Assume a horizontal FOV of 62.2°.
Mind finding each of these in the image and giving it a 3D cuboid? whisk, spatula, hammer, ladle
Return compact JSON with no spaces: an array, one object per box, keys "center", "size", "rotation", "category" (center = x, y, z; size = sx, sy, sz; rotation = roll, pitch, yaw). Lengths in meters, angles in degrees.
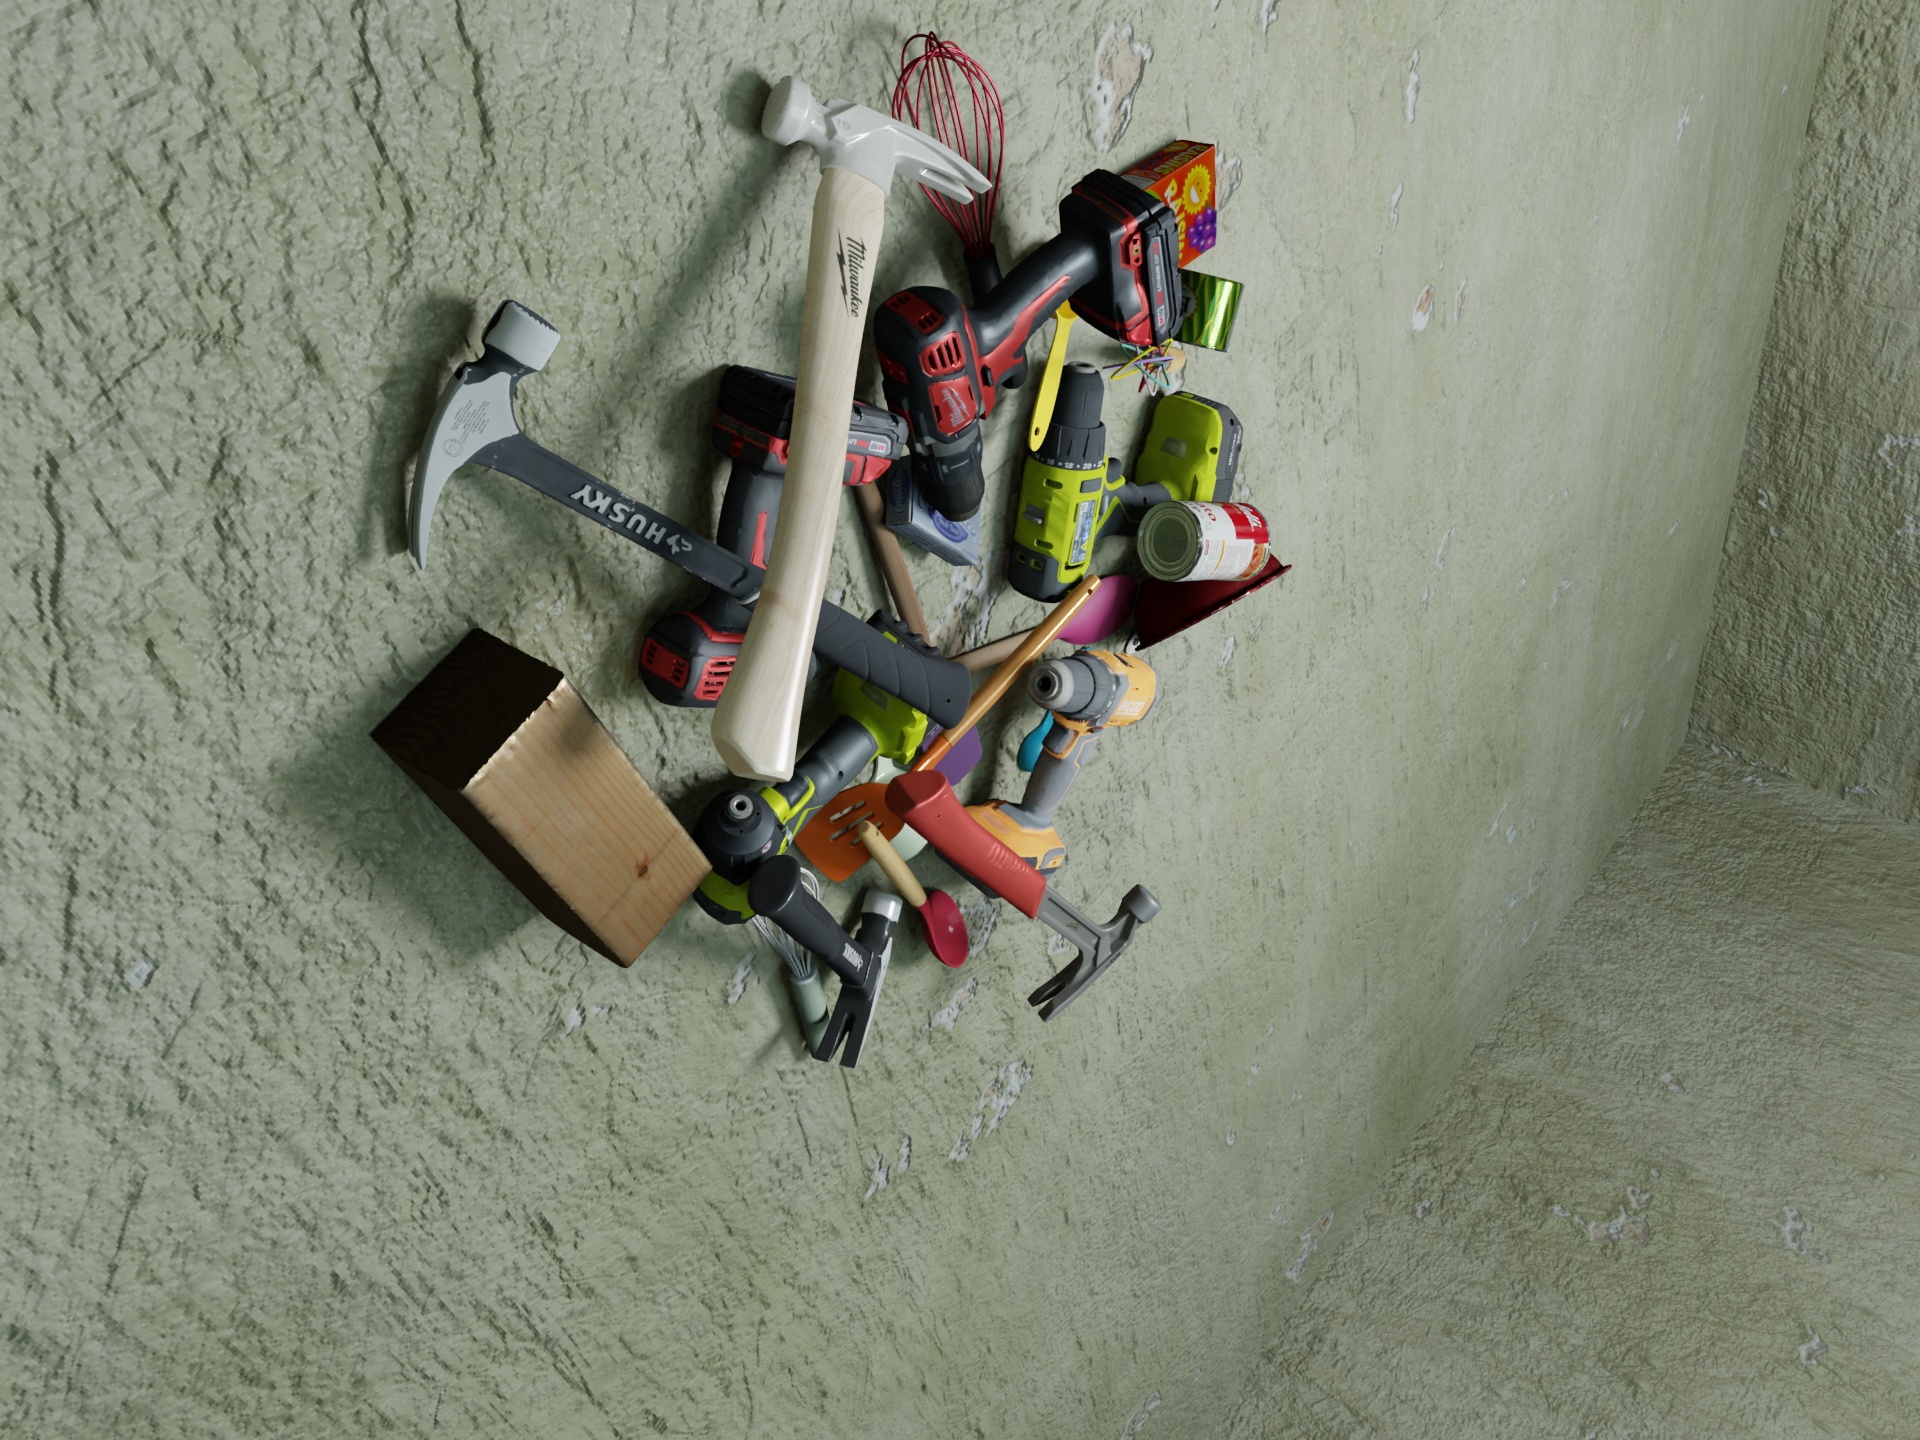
[{"center":[0.159,-0.287,1.265],"size":[0.047,0.051,0.245],"rotation":[-62,174,18],"category":"whisk"},{"center":[-0.002,-0.004,1.256],"size":[0.322,0.041,0.081],"rotation":[-47,126,-15],"category":"spatula"},{"center":[-0.101,0.165,1.169],"size":[0.334,0.035,0.146],"rotation":[67,36,-70],"category":"hammer"},{"center":[-0.035,-0.067,1.220],"size":[0.060,0.018,0.315],"rotation":[-45,137,-29],"category":"spatula"},{"center":[-0.075,-0.166,0.938],"size":[0.146,0.038,0.411],"rotation":[14,78,-30],"category":"hammer"},{"center":[-0.039,0.139,1.299],"size":[0.315,0.031,0.069],"rotation":[63,18,-64],"category":"ladle"},{"center":[0.038,0.137,1.298],"size":[0.149,0.037,0.358],"rotation":[-45,139,4],"category":"hammer"},{"center":[0.009,-0.337,1.093],"size":[0.073,0.073,0.295],"rotation":[-50,149,-20],"category":"whisk"},{"center":[-0.128,0.196,1.269],"size":[0.059,0.058,0.246],"rotation":[-14,134,-7],"category":"whisk"},{"center":[-0.140,-0.083,0.964],"size":[0.408,0.036,0.149],"rotation":[29,98,-39],"category":"hammer"}]

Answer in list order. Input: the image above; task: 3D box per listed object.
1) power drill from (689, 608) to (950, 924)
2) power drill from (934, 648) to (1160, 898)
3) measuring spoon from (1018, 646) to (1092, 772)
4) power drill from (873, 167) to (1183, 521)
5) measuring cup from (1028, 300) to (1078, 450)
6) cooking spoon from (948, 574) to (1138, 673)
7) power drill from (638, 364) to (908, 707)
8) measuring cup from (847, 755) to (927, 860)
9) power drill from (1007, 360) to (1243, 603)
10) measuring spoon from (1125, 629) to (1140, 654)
[{"center":[-0.102,0.033,1.121],"size":[0.223,0.080,0.171],"rotation":[-48,171,-24],"category":"power drill"},{"center":[0.069,0.039,1.343],"size":[0.226,0.084,0.185],"rotation":[-59,156,14],"category":"power drill"},{"center":[0.094,-0.008,1.449],"size":[0.128,0.021,0.042],"rotation":[-62,146,-2],"category":"measuring spoon"},{"center":[0.046,-0.254,1.104],"size":[0.227,0.080,0.187],"rotation":[-37,146,-16],"category":"power drill"},{"center":[0.064,-0.285,1.213],"size":[0.062,0.029,0.156],"rotation":[-2,108,-54],"category":"measuring cup"},{"center":[0.058,-0.068,1.365],"size":[0.319,0.017,0.068],"rotation":[-22,135,-44],"category":"cooking spoon"},{"center":[-0.121,-0.111,1.049],"size":[0.143,0.079,0.219],"rotation":[0,114,-52],"category":"power drill"},{"center":[-0.048,0.042,1.274],"size":[0.083,0.038,0.167],"rotation":[-30,136,-40],"category":"measuring cup"},{"center":[0.137,-0.210,1.331],"size":[0.228,0.080,0.190],"rotation":[-19,126,-44],"category":"power drill"},{"center":[0.193,-0.114,1.527],"size":[0.124,0.018,0.034],"rotation":[-51,133,-8],"category":"measuring spoon"}]
